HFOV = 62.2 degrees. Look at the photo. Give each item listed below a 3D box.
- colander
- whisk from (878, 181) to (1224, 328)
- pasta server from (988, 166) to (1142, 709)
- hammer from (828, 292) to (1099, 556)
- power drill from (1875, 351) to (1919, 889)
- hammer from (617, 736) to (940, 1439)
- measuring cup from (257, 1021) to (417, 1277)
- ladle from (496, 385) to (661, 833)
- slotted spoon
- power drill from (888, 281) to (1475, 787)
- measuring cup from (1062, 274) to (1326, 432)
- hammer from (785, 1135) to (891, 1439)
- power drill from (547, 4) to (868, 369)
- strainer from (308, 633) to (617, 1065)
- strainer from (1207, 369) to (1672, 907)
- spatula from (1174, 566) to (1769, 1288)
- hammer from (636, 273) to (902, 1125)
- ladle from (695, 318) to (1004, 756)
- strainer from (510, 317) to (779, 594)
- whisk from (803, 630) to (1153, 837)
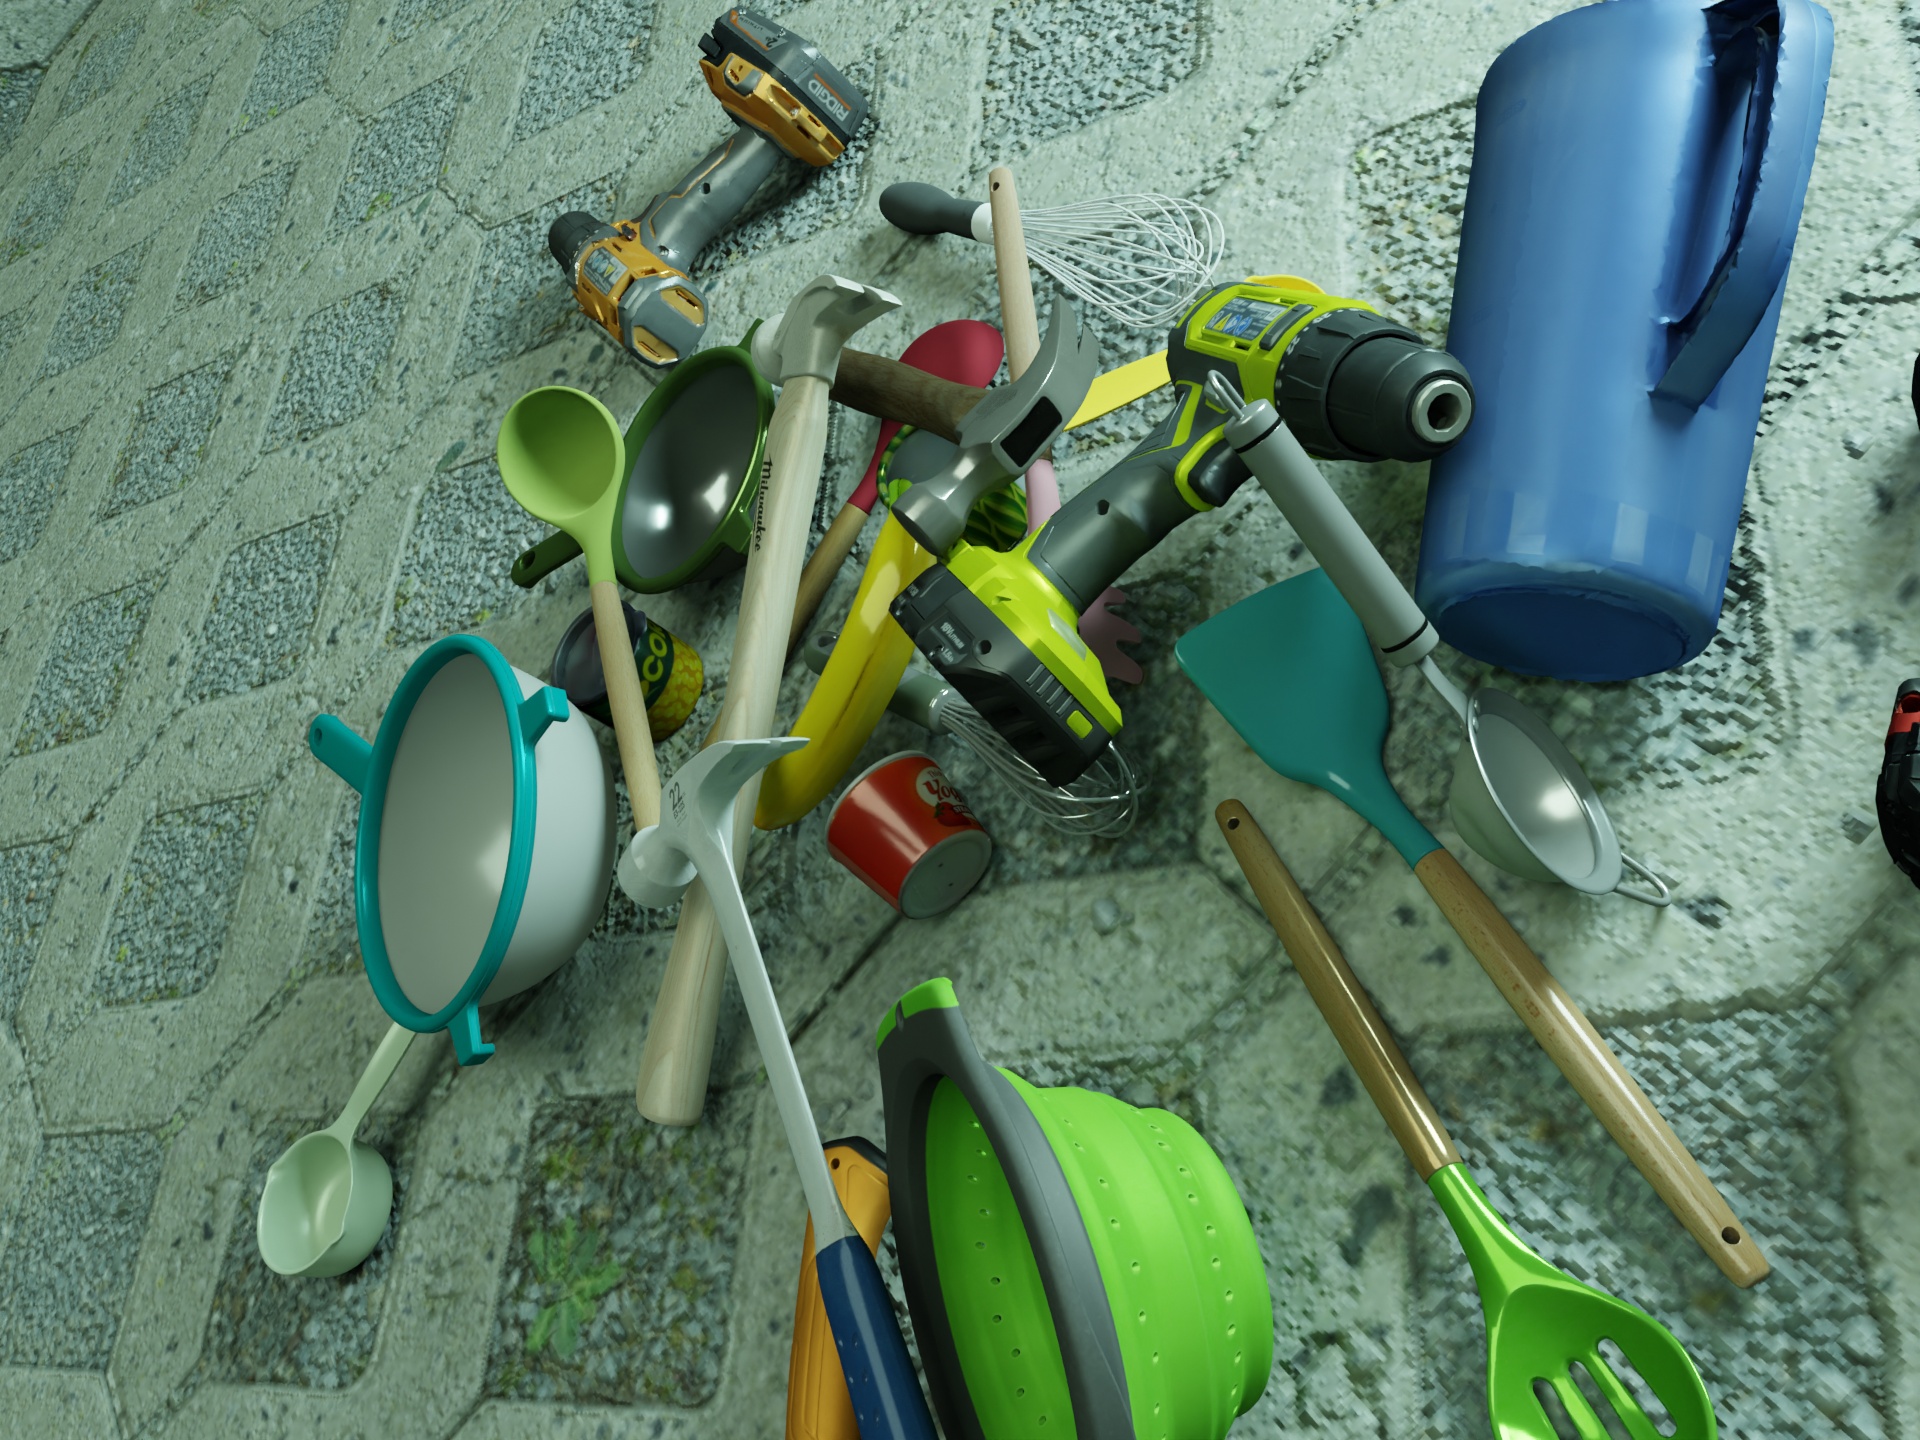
[{"bbox_3d":[0.067,0.279,0.549,0.094,0.204,0.397,-9,73,-19],"label":"colander"},{"bbox_3d":[0.040,-0.273,0.888,0.285,0.070,0.070,32,86,46],"label":"whisk"},{"bbox_3d":[0.040,-0.148,0.803,0.060,0.040,0.316,-18,64,26],"label":"pasta server"},{"bbox_3d":[-0.030,-0.170,0.817,0.130,0.031,0.332,-45,28,-4],"label":"hammer"},{"bbox_3d":[0.401,-0.051,0.506,0.188,0.080,0.227,7,67,37],"label":"power drill"},{"bbox_3d":[-0.049,0.190,0.612,0.144,0.035,0.406,-50,53,44],"label":"hammer"},{"bbox_3d":[-0.328,0.229,0.887,0.083,0.038,0.167,18,76,40],"label":"measuring cup"},{"bbox_3d":[-0.196,-0.056,0.855,0.078,0.062,0.320,-31,55,17],"label":"ladle"},{"bbox_3d":[0.169,0.145,0.593,0.070,0.031,0.314,-37,49,13],"label":"slotted spoon"},{"bbox_3d":[0.089,-0.085,0.653,0.228,0.080,0.191,-44,25,3],"label":"power drill"},{"bbox_3d":[0.107,-0.167,0.777,0.156,0.029,0.062,-22,60,7],"label":"measuring cup"},{"bbox_3d":[-0.062,0.326,0.616,0.127,0.034,0.337,-15,49,22],"label":"hammer"},{"bbox_3d":[-0.185,-0.364,1.077,0.226,0.084,0.186,-51,47,7],"label":"power drill"},{"bbox_3d":[-0.285,0.049,0.917,0.341,0.095,0.211,20,98,51],"label":"strainer"},{"bbox_3d":[0.165,-0.022,0.572,0.050,0.258,0.087,-31,14,35],"label":"strainer"},{"bbox_3d":[0.193,0.068,0.605,0.082,0.044,0.318,-26,53,-5],"label":"spatula"},{"bbox_3d":[-0.100,-0.008,0.770,0.146,0.038,0.410,-174,94,-68],"label":"hammer"},{"bbox_3d":[-0.071,-0.096,0.889,0.069,0.031,0.315,27,85,41],"label":"ladle"},{"bbox_3d":[-0.176,-0.120,0.956,0.256,0.069,0.152,-21,59,40],"label":"strainer"},{"bbox_3d":[-0.001,-0.002,0.778,0.058,0.059,0.247,-28,35,-31],"label":"whisk"}]
